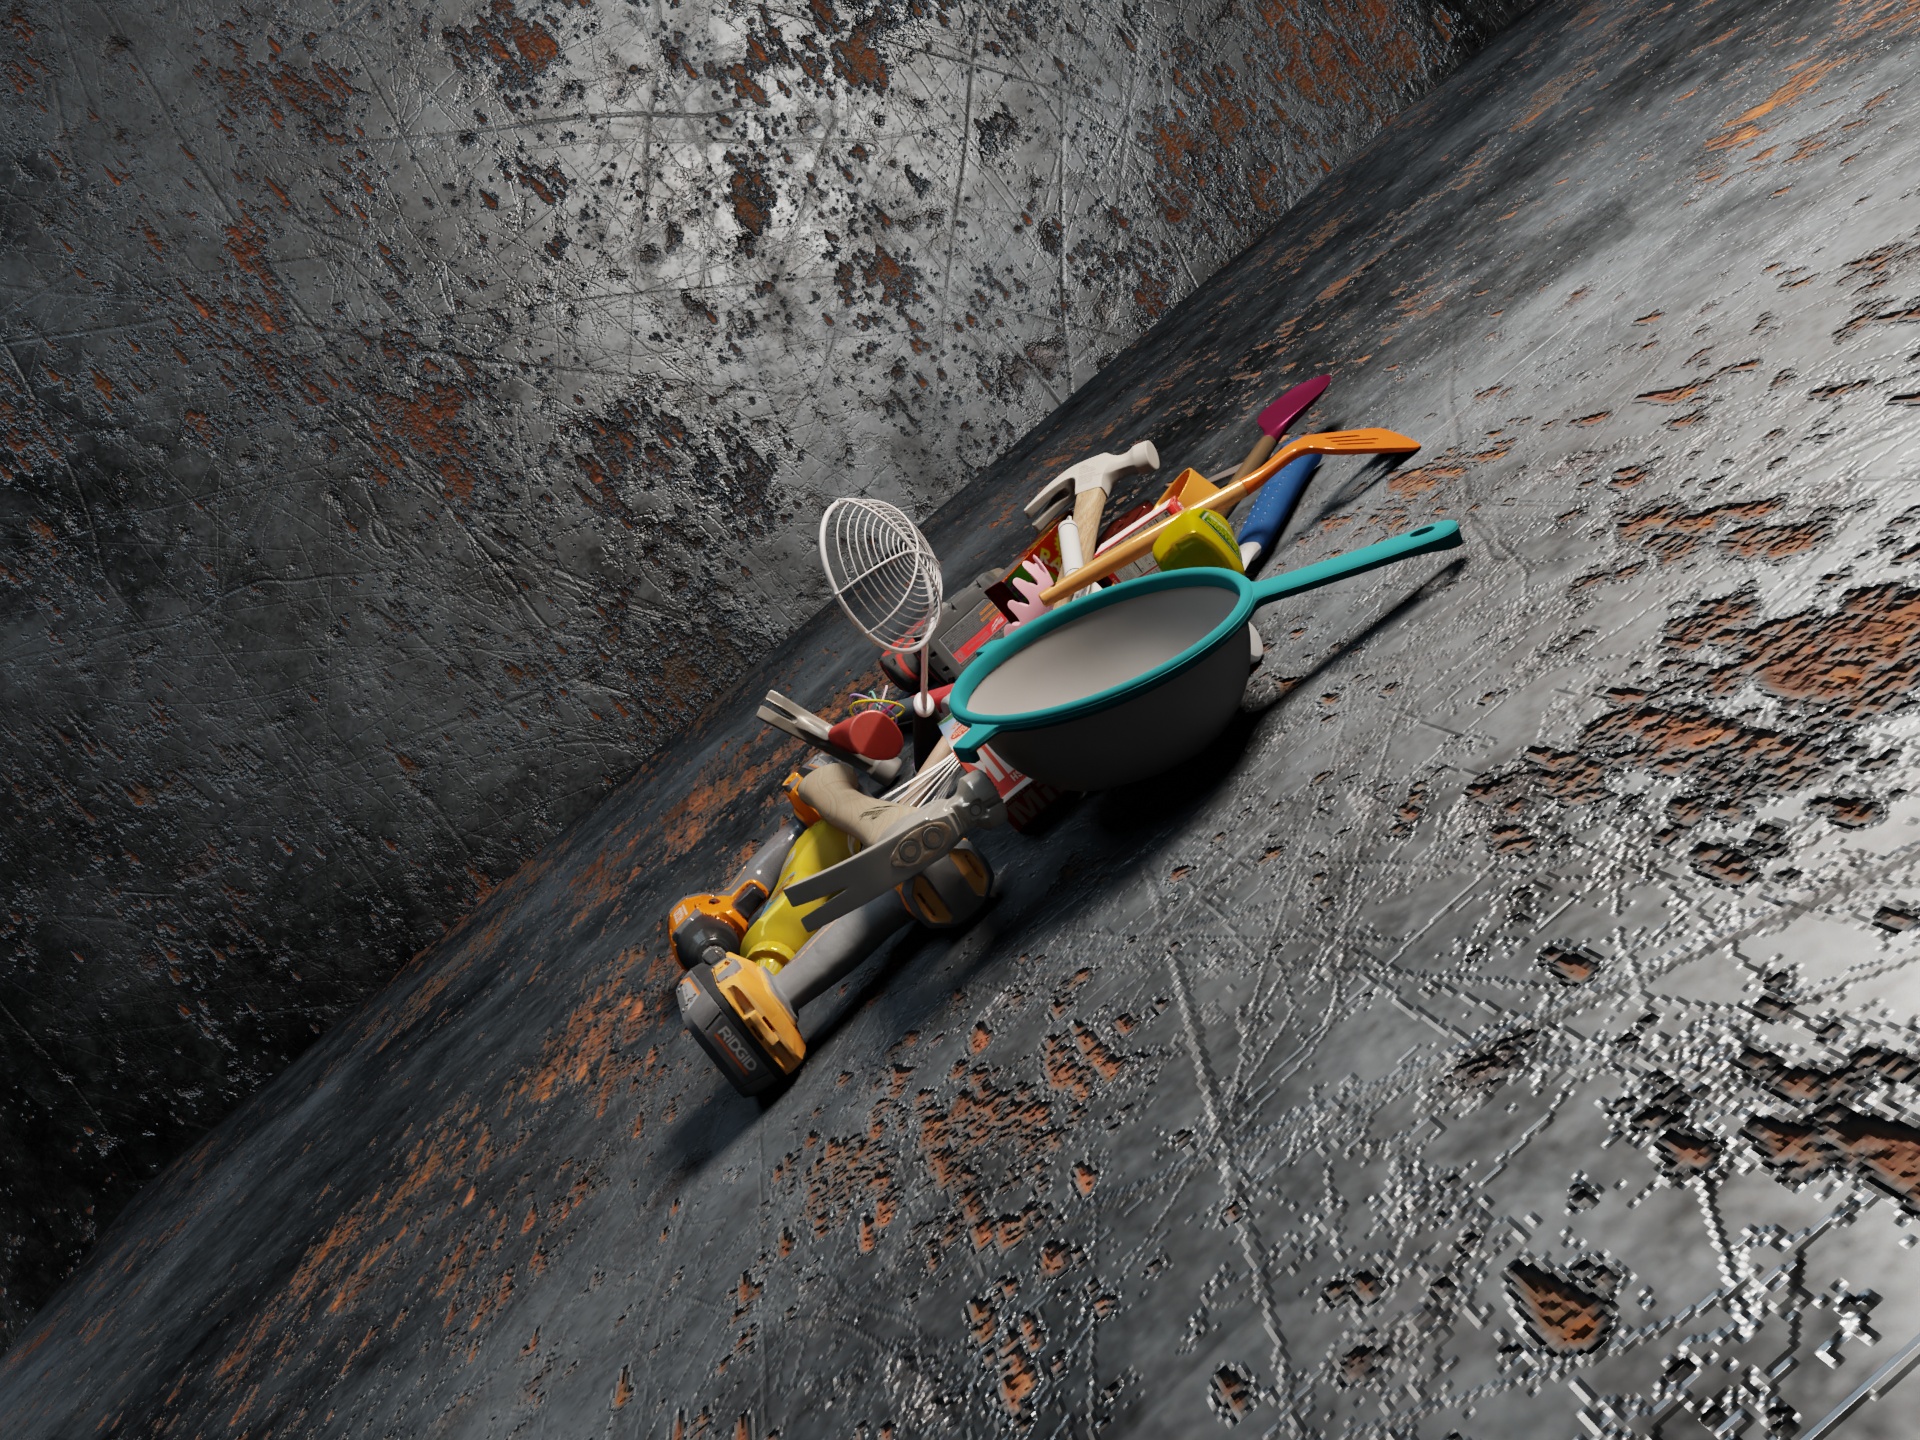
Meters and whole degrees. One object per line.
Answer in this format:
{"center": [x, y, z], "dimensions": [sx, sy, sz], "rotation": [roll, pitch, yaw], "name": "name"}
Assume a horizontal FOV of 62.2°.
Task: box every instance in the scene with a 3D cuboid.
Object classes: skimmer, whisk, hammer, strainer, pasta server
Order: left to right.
{"center": [-0.105, 0.011, 1.400], "dimensions": [0.037, 0.149, 0.359], "rotation": [-62, 6, -6], "name": "hammer"}
{"center": [-0.084, 0.073, 1.170], "dimensions": [0.146, 0.038, 0.411], "rotation": [-30, 9, -11], "name": "hammer"}
{"center": [-0.091, 0.010, 1.641], "dimensions": [0.047, 0.051, 0.245], "rotation": [-24, -8, -12], "name": "whisk"}
{"center": [-0.060, -0.044, 1.315], "dimensions": [0.363, 0.090, 0.127], "rotation": [91, 176, -60], "name": "skimmer"}
{"center": [-0.012, -0.027, 1.620], "dimensions": [0.143, 0.038, 0.386], "rotation": [-35, 8, -19], "name": "hammer"}
{"center": [-0.004, 0.034, 1.312], "dimensions": [0.246, 0.057, 0.059], "rotation": [-47, 9, -17], "name": "whisk"}
{"center": [-0.002, -0.004, 1.373], "dimensions": [0.316, 0.040, 0.060], "rotation": [-57, -13, -12], "name": "pasta server"}
{"center": [0.105, -0.137, 1.475], "dimensions": [0.130, 0.031, 0.332], "rotation": [-15, 39, 28], "name": "hammer"}
{"center": [0.104, -0.120, 1.390], "dimensions": [0.259, 0.050, 0.086], "rotation": [-91, 18, -57], "name": "strainer"}
{"center": [0.165, -0.034, 1.032], "dimensions": [0.340, 0.095, 0.211], "rotation": [-19, 19, 13], "name": "strainer"}
{"center": [0.222, -0.128, 1.279], "dimensions": [0.144, 0.035, 0.406], "rotation": [-31, 15, 39], "name": "hammer"}

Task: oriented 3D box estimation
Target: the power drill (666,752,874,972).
{"center": [-0.170, 0.138, 1.428], "dimensions": [0.226, 0.084, 0.164], "rotation": [-46, 13, -6], "name": "power drill"}

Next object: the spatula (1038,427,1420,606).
{"center": [0.210, -0.167, 1.278], "dimensions": [0.322, 0.041, 0.081], "rotation": [-29, 23, 1], "name": "spatula"}

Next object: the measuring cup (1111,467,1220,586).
{"center": [0.182, -0.144, 1.453], "dimensions": [0.173, 0.052, 0.095], "rotation": [-58, 7, 12], "name": "measuring cup"}

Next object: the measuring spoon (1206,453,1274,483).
{"center": [0.270, -0.243, 1.617], "dimensions": [0.124, 0.018, 0.034], "rotation": [-20, 22, 42], "name": "measuring spoon"}

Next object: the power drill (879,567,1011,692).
{"center": [0.006, -0.110, 1.798], "dimensions": [0.188, 0.080, 0.227], "rotation": [-42, 9, -10], "name": "power drill"}

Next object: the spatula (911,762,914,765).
{"center": [0.032, 0.010, 1.408], "dimensions": [0.060, 0.018, 0.316], "rotation": [-41, 10, -22], "name": "spatula"}

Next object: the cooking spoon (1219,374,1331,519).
{"center": [0.264, -0.233, 1.402], "dimensions": [0.069, 0.017, 0.319], "rotation": [-16, 24, 40], "name": "cooking spoon"}

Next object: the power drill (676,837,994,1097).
{"center": [-0.090, 0.152, 1.131], "dimensions": [0.226, 0.084, 0.185], "rotation": [-38, 11, -8], "name": "power drill"}
